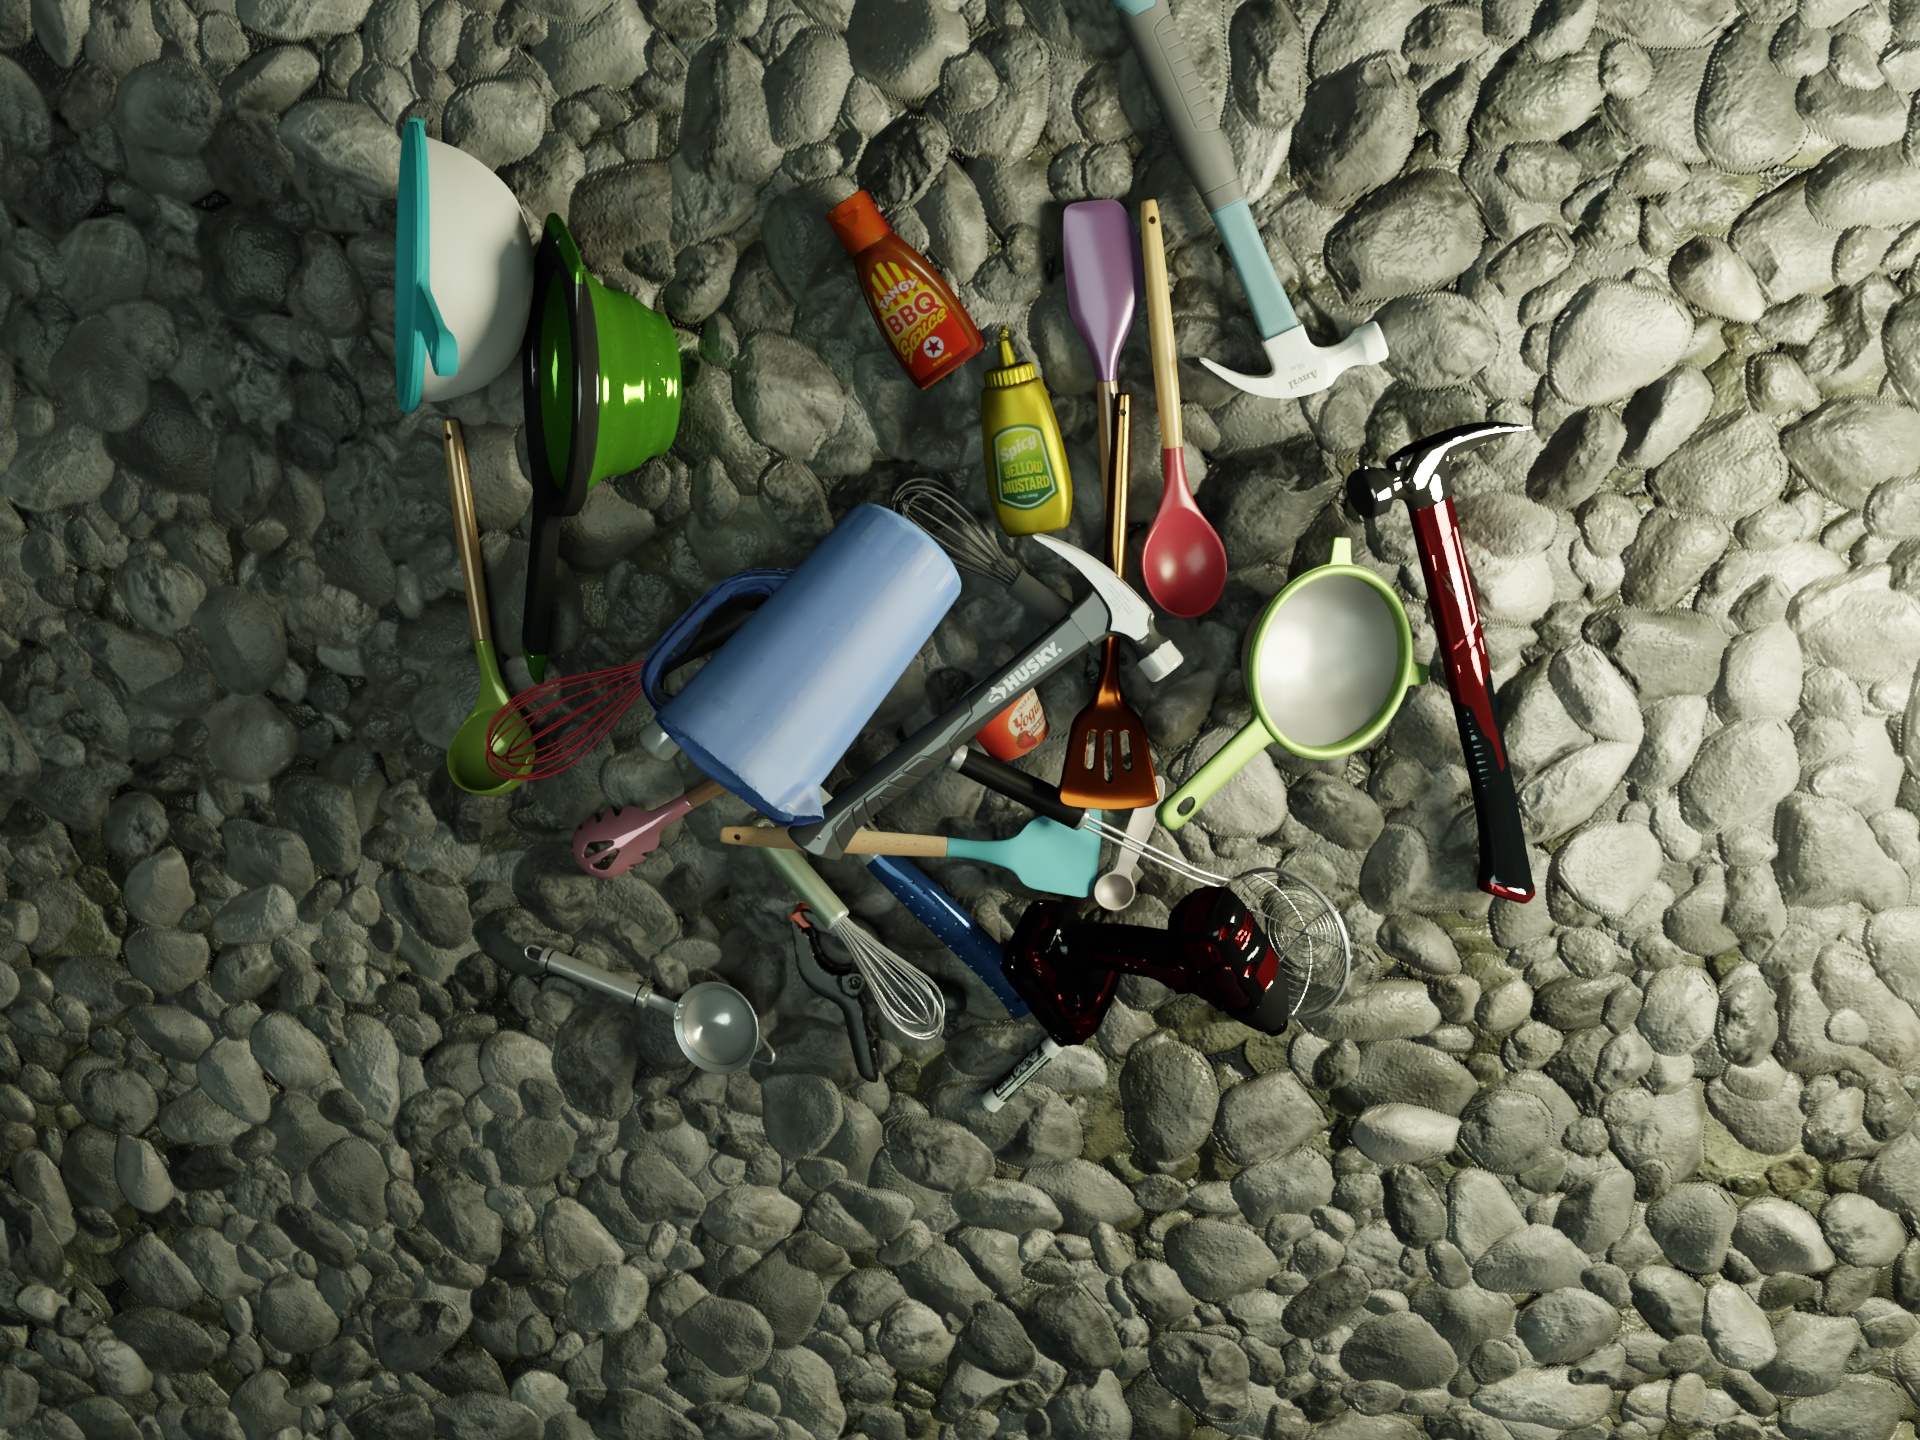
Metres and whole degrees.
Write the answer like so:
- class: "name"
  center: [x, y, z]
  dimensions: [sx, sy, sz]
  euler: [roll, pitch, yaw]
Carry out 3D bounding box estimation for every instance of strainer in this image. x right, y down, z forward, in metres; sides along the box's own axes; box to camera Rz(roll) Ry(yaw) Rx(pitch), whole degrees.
- class: "strainer"
  center: [-0.351, -0.306, 1.150]
  dimensions: [0.095, 0.341, 0.211]
  euler: [0, 118, -24]
- class: "strainer"
  center: [-0.279, 0.251, 1.441]
  dimensions: [0.258, 0.050, 0.087]
  euler: [20, 104, 8]
- class: "strainer"
  center: [0.233, -0.014, 1.225]
  dimensions: [0.256, 0.069, 0.151]
  euler: [-43, 114, -9]

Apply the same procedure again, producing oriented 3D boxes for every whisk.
- class: "whisk"
  center: [-0.100, 0.177, 1.361]
  dimensions: [0.246, 0.058, 0.059]
  euler: [48, 134, 11]
- class: "whisk"
  center: [0.046, -0.113, 1.271]
  dimensions: [0.239, 0.055, 0.055]
  euler: [35, 110, -8]
- class: "whisk"
  center: [-0.267, -0.038, 1.317]
  dimensions: [0.296, 0.073, 0.073]
  euler: [-30, 102, 3]

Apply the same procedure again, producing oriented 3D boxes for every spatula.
- class: "spatula"
  center: [0.117, -0.237, 1.231]
  dimensions: [0.060, 0.018, 0.315]
  euler: [-5, 107, 1]
- class: "spatula"
  center: [0.120, -0.091, 1.239]
  dimensions: [0.081, 0.041, 0.322]
  euler: [1, 103, -1]
- class: "spatula"
  center: [-0.038, 0.102, 1.315]
  dimensions: [0.317, 0.044, 0.082]
  euler: [4, 100, -4]

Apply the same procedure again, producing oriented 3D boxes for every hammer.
- class: "hammer"
  center: [0.191, -0.390, 1.162]
  dimensions: [0.128, 0.033, 0.331]
  euler: [-23, 103, 14]
- class: "hammer"
  center: [-0.075, 0.103, 1.346]
  dimensions: [0.144, 0.035, 0.405]
  euler: [-43, 102, 15]
- class: "hammer"
  center: [-0.002, -0.004, 1.240]
  dimensions: [0.335, 0.035, 0.146]
  euler: [-38, 92, 12]
- class: "hammer"
  center: [0.407, -0.035, 1.231]
  dimensions: [0.143, 0.038, 0.386]
  euler: [-23, 110, -11]

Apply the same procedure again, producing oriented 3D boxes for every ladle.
- class: "ladle"
  center: [0.159, -0.235, 1.220]
  dimensions: [0.069, 0.031, 0.315]
  euler: [-10, 105, -9]
- class: "ladle"
  center: [-0.412, -0.092, 1.342]
  dimensions: [0.078, 0.062, 0.320]
  euler: [-1, 105, 11]

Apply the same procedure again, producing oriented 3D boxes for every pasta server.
- class: "pasta server"
  center: [-0.209, 0.053, 1.374]
  dimensions: [0.316, 0.040, 0.060]
  euler: [-30, 101, 13]

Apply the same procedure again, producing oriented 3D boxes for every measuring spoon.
- class: "measuring spoon"
  center: [0.145, 0.102, 1.341]
  dimensions: [0.034, 0.018, 0.124]
  euler: [19, 103, -5]

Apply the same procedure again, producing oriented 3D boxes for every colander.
- class: "colander"
  center: [-0.290, -0.195, 1.268]
  dimensions: [0.094, 0.205, 0.396]
  euler: [-4, 130, -25]

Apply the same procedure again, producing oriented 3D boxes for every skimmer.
- class: "skimmer"
  center: [0.148, 0.124, 1.283]
  dimensions: [0.363, 0.090, 0.127]
  euler: [27, 127, -10]

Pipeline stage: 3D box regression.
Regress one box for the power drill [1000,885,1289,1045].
- class: "power drill"
  center: [0.155, 0.203, 1.281]
  dimensions: [0.220, 0.079, 0.143]
  euler: [-10, 127, 39]
